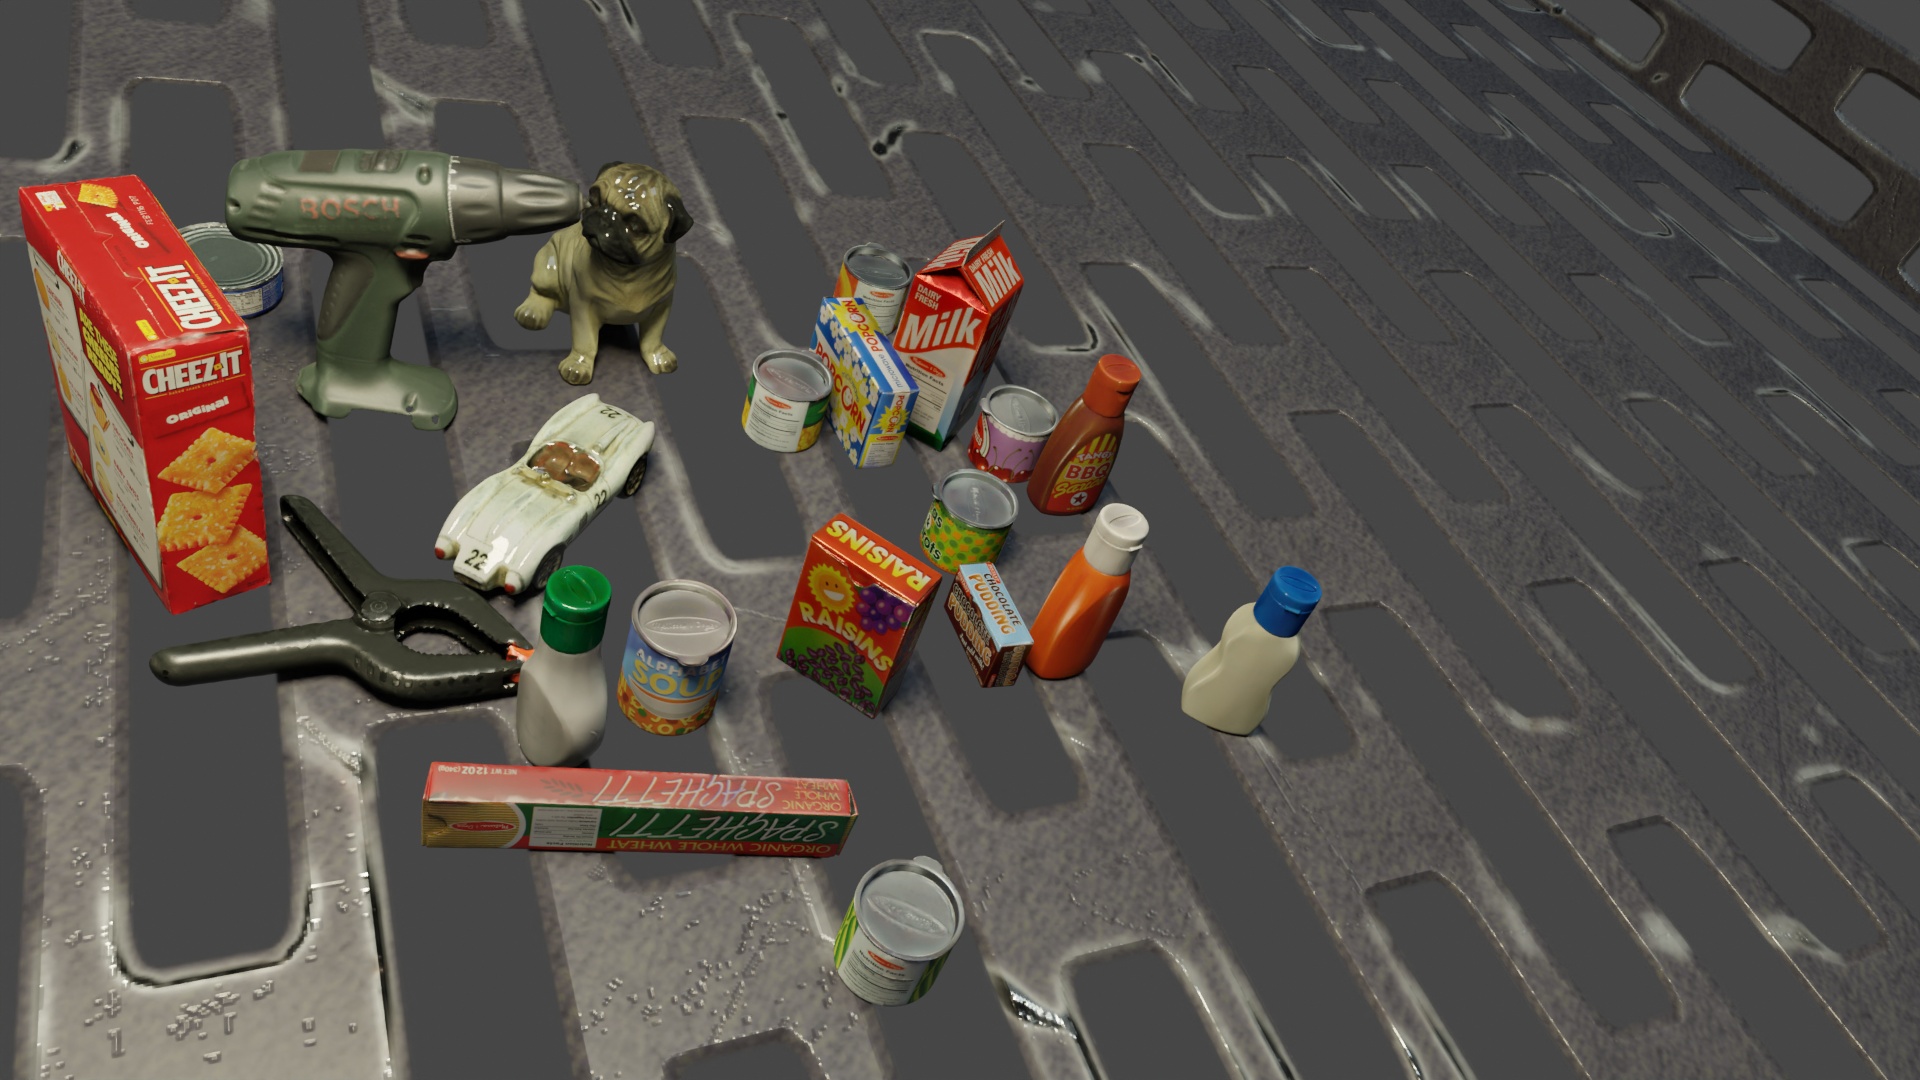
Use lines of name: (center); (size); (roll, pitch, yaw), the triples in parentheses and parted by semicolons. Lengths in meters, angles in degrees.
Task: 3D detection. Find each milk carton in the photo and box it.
milk carton: (-0.006, -0.177, 1.164); (0.073, 0.189, 0.073); (29, 42, 8)

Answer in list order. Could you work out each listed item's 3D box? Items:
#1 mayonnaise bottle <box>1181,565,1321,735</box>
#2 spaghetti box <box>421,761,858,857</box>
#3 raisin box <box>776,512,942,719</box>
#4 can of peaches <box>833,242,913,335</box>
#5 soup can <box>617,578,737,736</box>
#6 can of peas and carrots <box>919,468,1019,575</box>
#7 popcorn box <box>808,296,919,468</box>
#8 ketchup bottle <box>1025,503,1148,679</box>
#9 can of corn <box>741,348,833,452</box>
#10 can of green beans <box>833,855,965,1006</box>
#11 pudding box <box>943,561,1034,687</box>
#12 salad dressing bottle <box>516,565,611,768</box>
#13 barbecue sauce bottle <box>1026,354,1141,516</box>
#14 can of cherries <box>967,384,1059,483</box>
mayonnaise bottle: (0.216, 0.081, 1.018); (0.065, 0.147, 0.041); (20, 41, -2)
spaghetti box: (-0.189, 0.163, 0.833); (0.250, 0.049, 0.029); (6, 44, -18)
raisin box: (-0.071, 0.052, 0.945); (0.086, 0.122, 0.040); (33, 42, 12)
can of peaches: (-0.083, -0.233, 1.290); (0.071, 0.057, 0.071); (12, 42, -11)
soup can: (-0.184, 0.079, 0.899); (0.071, 0.083, 0.072); (12, 42, -11)
can of peas and carrots: (0.004, -0.014, 1.095); (0.071, 0.058, 0.071); (12, 42, -11)
popcorn box: (-0.085, -0.133, 1.163); (0.038, 0.084, 0.127); (-8, 49, -30)
ketchup bottle: (0.094, 0.038, 1.011); (0.065, 0.148, 0.043); (-16, 54, -35)
can of corn: (-0.141, -0.116, 1.141); (0.071, 0.058, 0.071); (12, 42, -11)
can of green beans: (-0.037, 0.232, 0.819); (0.071, 0.057, 0.071); (12, 42, -11)
pudding box: (0.020, 0.062, 1.029); (0.030, 0.049, 0.084); (-4, 48, -27)
salad dressing bottle: (-0.235, 0.078, 0.830); (0.044, 0.146, 0.064); (-24, 59, -40)
barbecue sauce bottle: (0.105, -0.086, 1.147); (0.065, 0.147, 0.044); (-6, 49, -28)
can of cherries: (0.042, -0.092, 1.194); (0.071, 0.058, 0.072); (12, 42, -11)
